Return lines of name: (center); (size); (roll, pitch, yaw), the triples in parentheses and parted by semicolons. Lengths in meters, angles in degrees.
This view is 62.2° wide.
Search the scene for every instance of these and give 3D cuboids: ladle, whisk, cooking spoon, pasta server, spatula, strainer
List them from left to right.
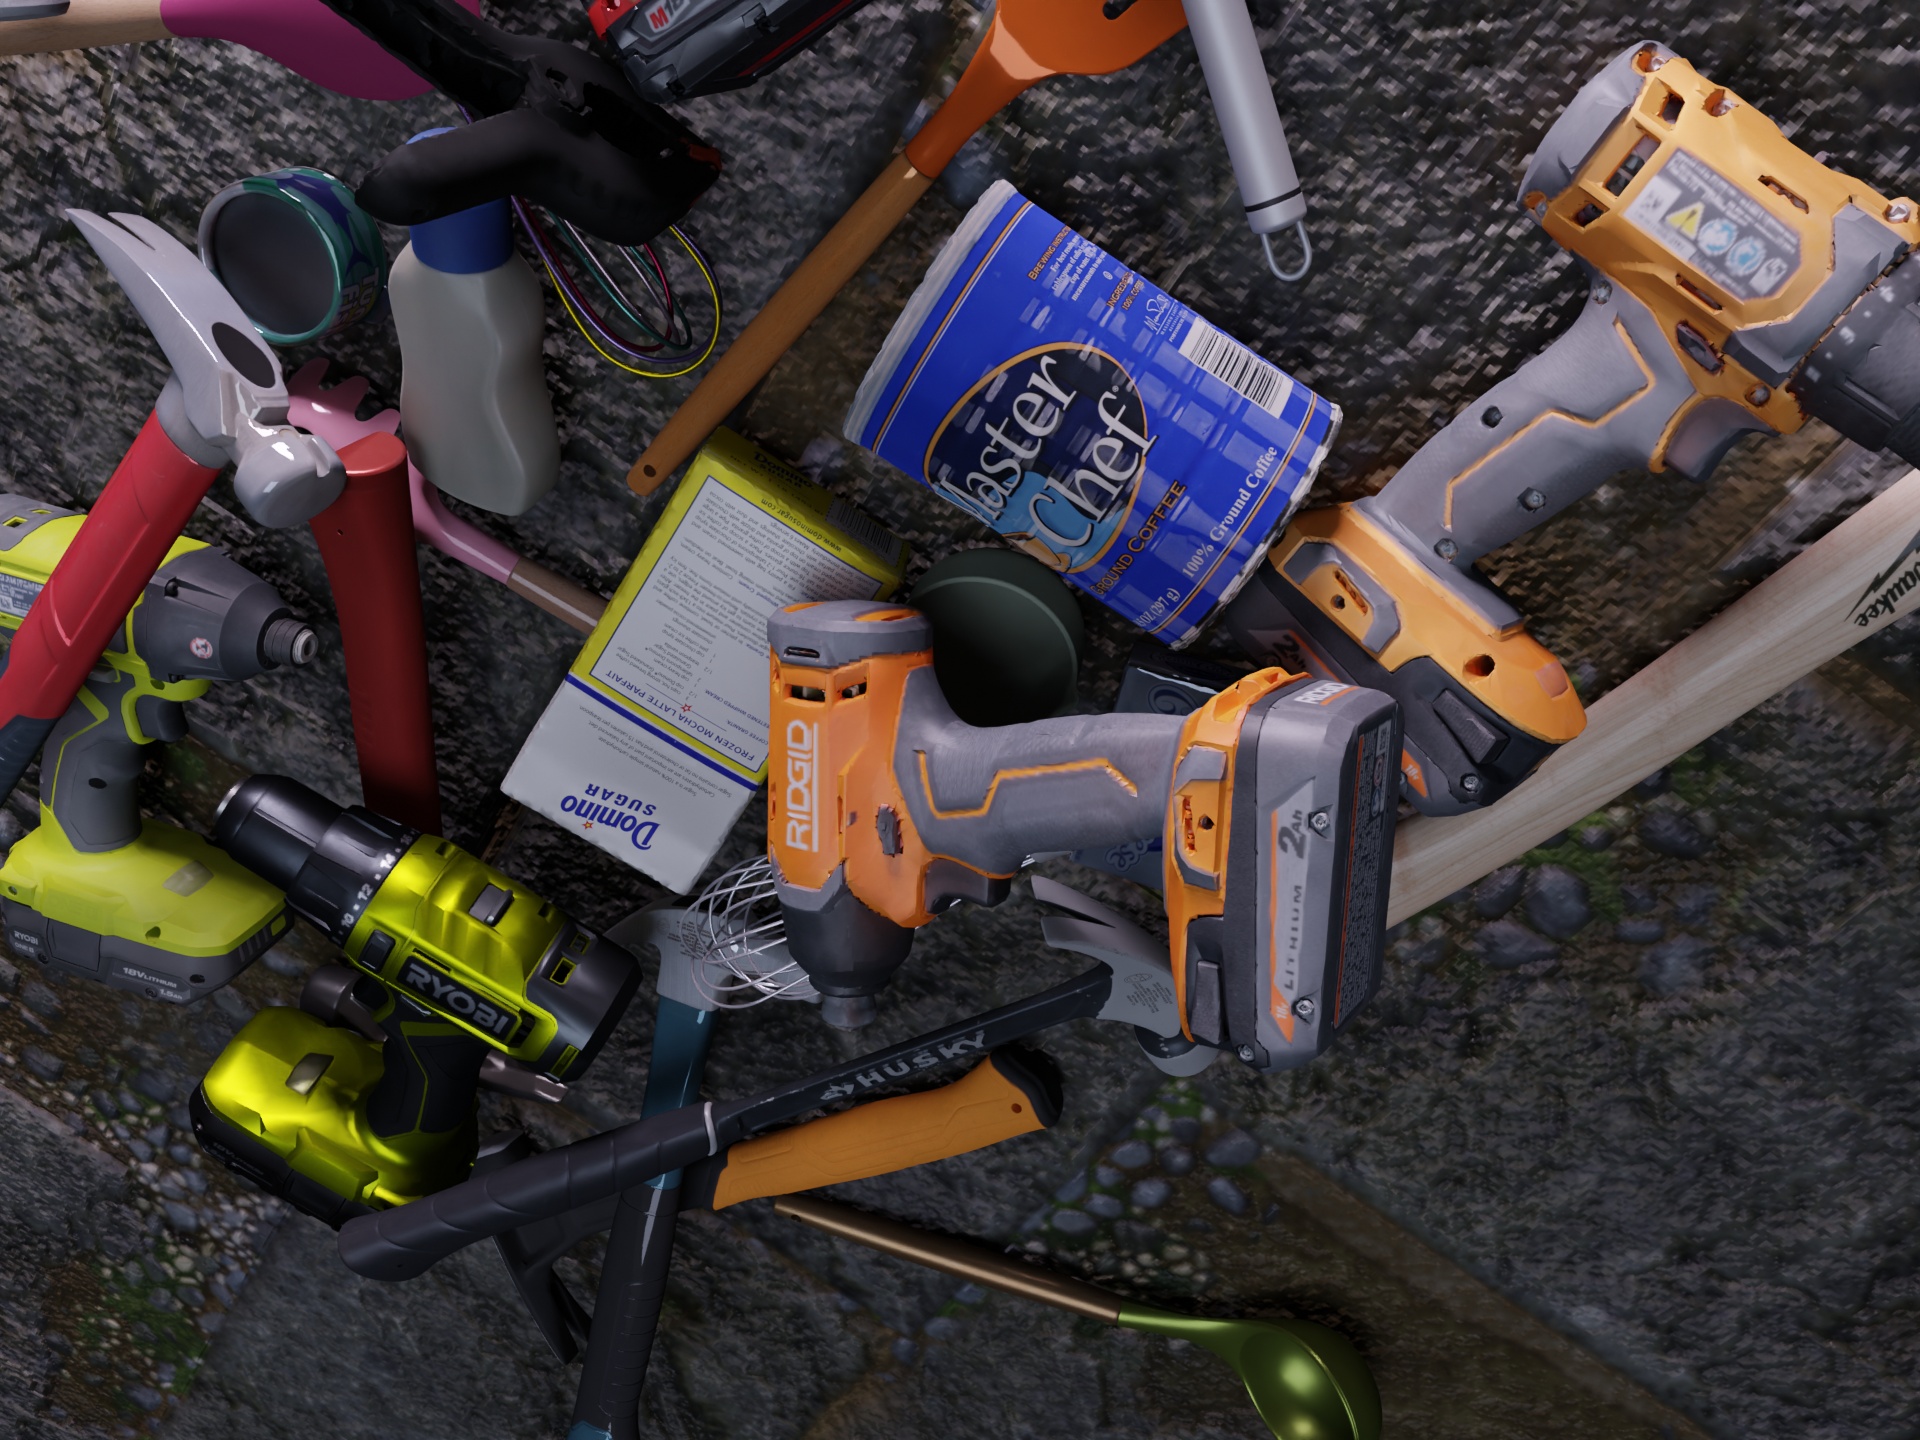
cooking spoon: (-0.315, -0.263, 0.598); (0.319, 0.017, 0.068); (5, 117, 21)
whisk: (-0.179, -0.226, 0.587); (0.047, 0.051, 0.245); (-34, 101, 34)
pasta server: (-0.165, -0.054, 0.687); (0.316, 0.040, 0.060); (30, 121, -7)
spatula: (-0.027, -0.187, 0.578); (0.081, 0.041, 0.322); (43, 124, -12)
whisk: (0.007, 0.057, 0.651); (0.284, 0.070, 0.070); (-21, 110, 20)
ladle: (0.052, 0.299, 0.800); (0.320, 0.062, 0.078); (14, 127, 11)
strainer: (0.068, -0.260, 0.488); (0.087, 0.050, 0.258); (-22, 109, 2)

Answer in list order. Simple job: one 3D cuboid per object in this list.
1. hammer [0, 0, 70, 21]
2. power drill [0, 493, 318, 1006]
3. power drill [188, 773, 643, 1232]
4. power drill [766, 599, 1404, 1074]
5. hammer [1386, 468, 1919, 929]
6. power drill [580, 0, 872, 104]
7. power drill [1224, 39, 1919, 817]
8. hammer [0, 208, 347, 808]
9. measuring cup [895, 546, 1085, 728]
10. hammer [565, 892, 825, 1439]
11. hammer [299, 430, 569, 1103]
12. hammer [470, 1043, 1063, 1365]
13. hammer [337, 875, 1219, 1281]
hammer: (-0.182, -0.303, 0.474); (0.405, 0.035, 0.144); (6, 118, 25)
power drill: (-0.387, 0.018, 0.758); (0.171, 0.080, 0.223); (16, 118, 8)
power drill: (-0.274, 0.135, 0.739); (0.190, 0.080, 0.228); (33, 126, -8)
power drill: (0.029, 0.049, 0.557); (0.226, 0.084, 0.164); (9, 104, 30)
hammer: (0.264, 0.005, 0.592); (0.146, 0.038, 0.410); (44, 120, -11)
power drill: (-0.099, -0.322, 0.495); (0.143, 0.078, 0.219); (-24, 106, 26)
power drill: (0.215, -0.069, 0.511); (0.185, 0.084, 0.226); (46, 121, 18)
hammer: (-0.399, -0.032, 0.676); (0.386, 0.038, 0.143); (-42, 81, 28)
measuring cup: (-0.001, -0.002, 0.665); (0.083, 0.038, 0.167); (24, 131, 0)
hammer: (-0.153, 0.239, 0.792); (0.128, 0.033, 0.331); (18, 107, 14)
hammer: (-0.247, 0.037, 0.727); (0.149, 0.037, 0.358); (16, 128, 7)
hammer: (-0.099, 0.235, 0.808); (0.337, 0.034, 0.127); (-21, 95, 22)
hammer: (-0.096, 0.173, 0.699); (0.409, 0.036, 0.149); (-22, 140, 12)
